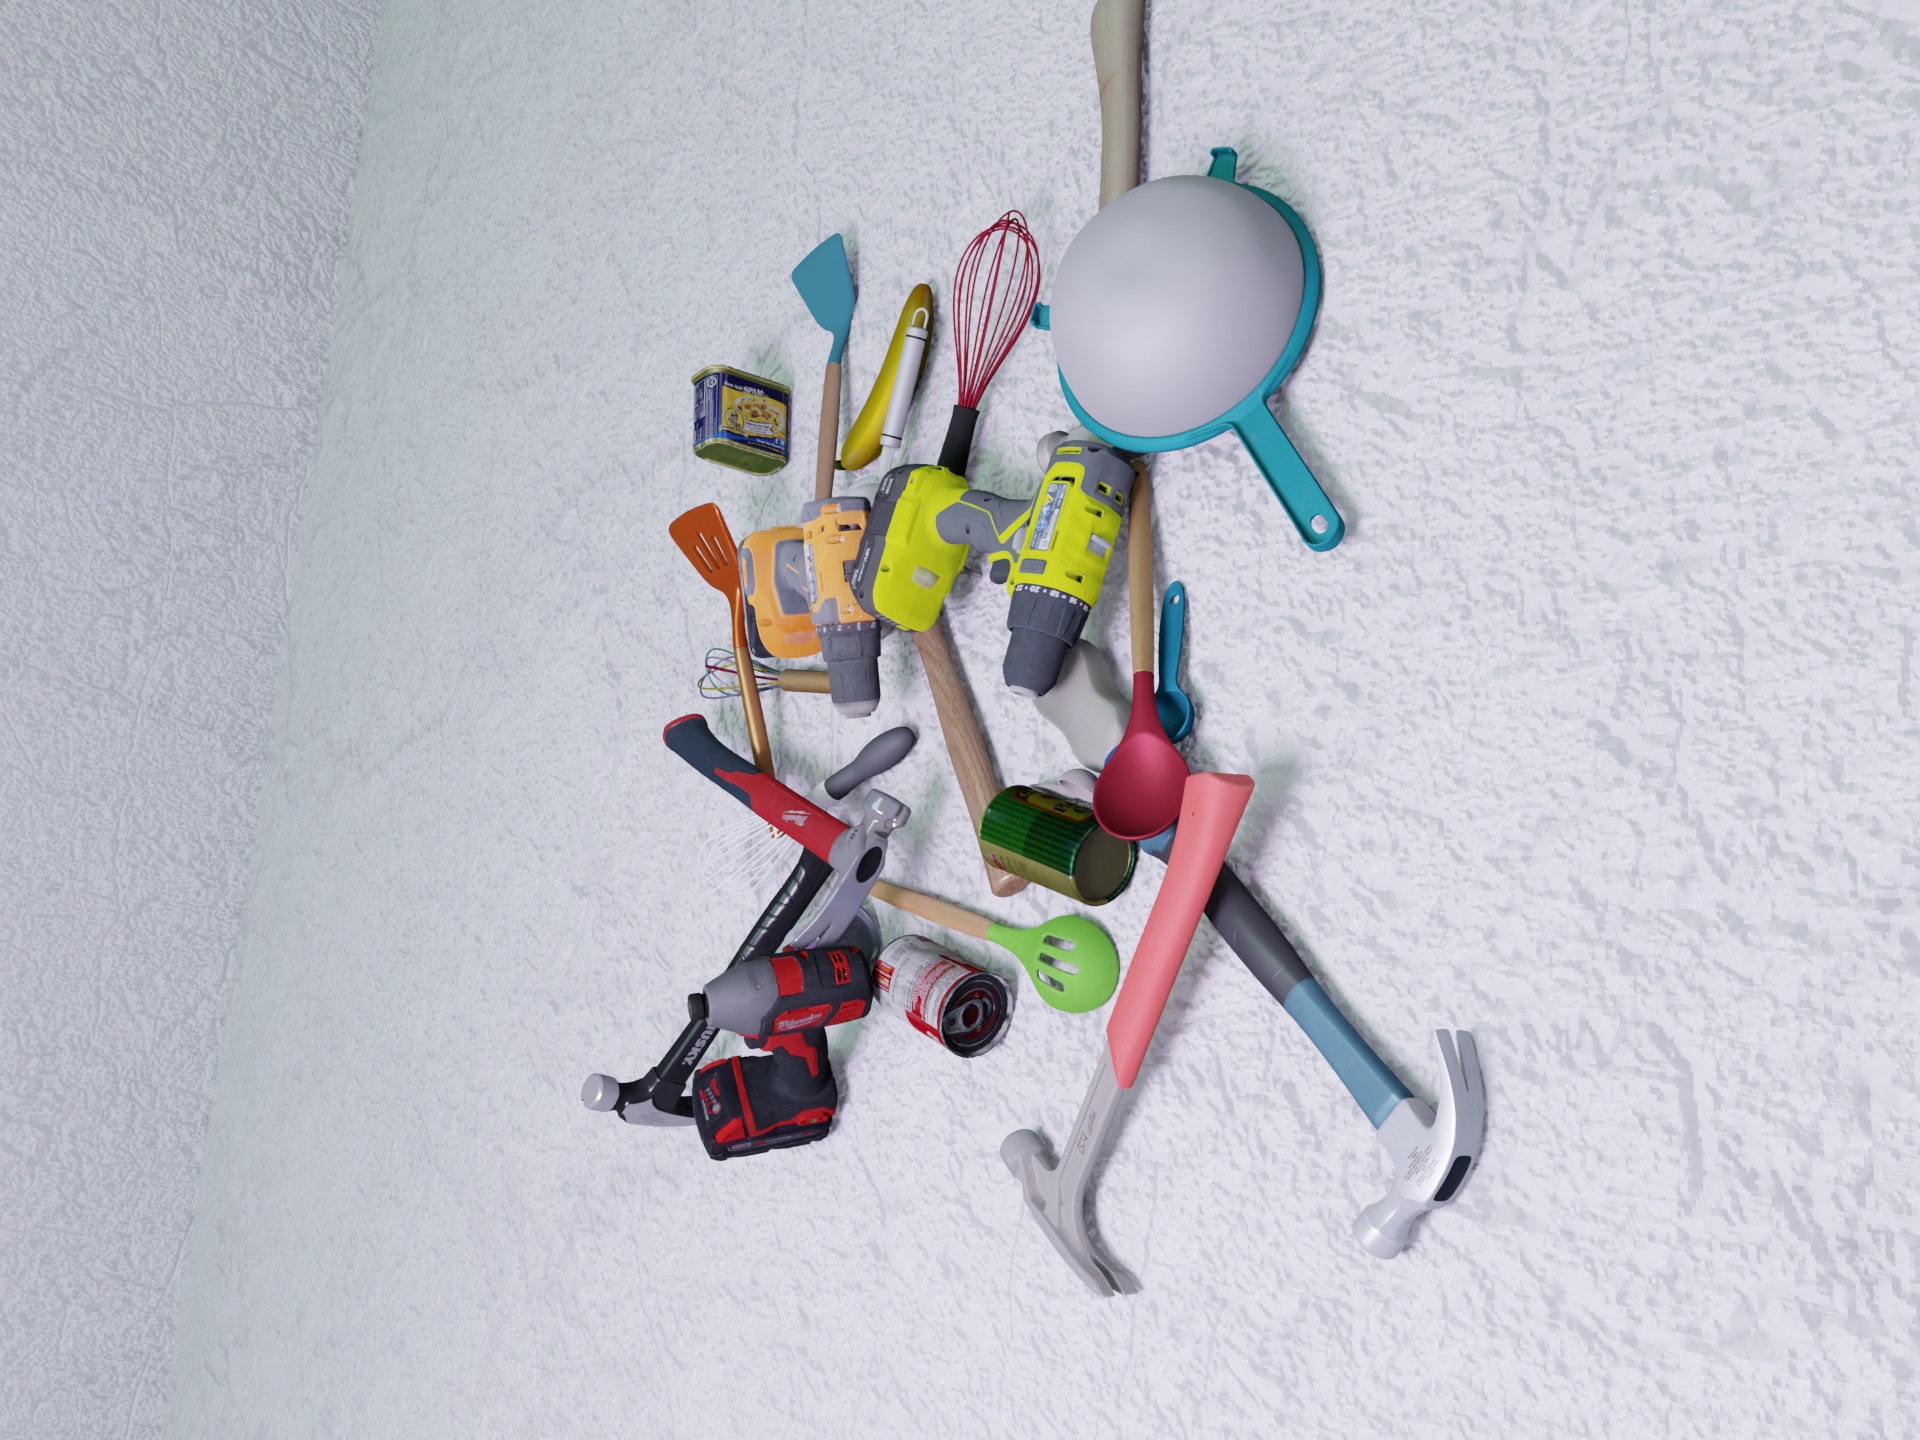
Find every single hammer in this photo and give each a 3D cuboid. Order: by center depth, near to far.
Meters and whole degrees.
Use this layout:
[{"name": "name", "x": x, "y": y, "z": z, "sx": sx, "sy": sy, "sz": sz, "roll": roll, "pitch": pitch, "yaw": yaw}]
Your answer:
[{"name": "hammer", "x": 0.205, "y": 0.163, "z": 1.001, "sx": 0.128, "sy": 0.033, "sz": 0.331, "roll": -59, "pitch": 41, "yaw": 23}, {"name": "hammer", "x": 0.122, "y": 0.199, "z": 1.055, "sx": 0.149, "sy": 0.036, "sz": 0.359, "roll": 44, "pitch": 122, "yaw": 50}, {"name": "hammer", "x": 0.130, "y": -0.400, "z": 1.253, "sx": 0.146, "sy": 0.038, "sz": 0.411, "roll": -11, "pitch": 71, "yaw": 48}, {"name": "hammer", "x": -0.002, "y": -0.004, "z": 1.311, "sx": 0.130, "sy": 0.031, "sz": 0.332, "roll": -46, "pitch": 48, "yaw": 34}, {"name": "hammer", "x": -0.184, "y": 0.078, "z": 1.413, "sx": 0.387, "sy": 0.038, "sz": 0.143, "roll": 25, "pitch": 84, "yaw": 53}, {"name": "hammer", "x": -0.195, "y": 0.231, "z": 1.436, "sx": 0.334, "sy": 0.146, "sz": 0.035, "roll": -55, "pitch": 42, "yaw": 9}]

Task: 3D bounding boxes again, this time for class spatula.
[{"name": "spatula", "x": -0.212, "y": -0.045, "z": 1.515, "sx": 0.081, "sy": 0.041, "sz": 0.323, "roll": -17, "pitch": 83, "yaw": 44}, {"name": "spatula", "x": -0.134, "y": -0.326, "z": 1.541, "sx": 0.082, "sy": 0.044, "sz": 0.318, "roll": -26, "pitch": 52, "yaw": 42}]

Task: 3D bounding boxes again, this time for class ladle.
[{"name": "ladle", "x": 0.129, "y": -0.055, "z": 1.136, "sx": 0.069, "sy": 0.031, "sz": 0.316, "roll": -8, "pitch": 61, "yaw": 19}]

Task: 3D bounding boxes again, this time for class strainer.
[{"name": "strainer", "x": 0.161, "y": -0.255, "z": 1.092, "sx": 0.211, "sy": 0.095, "sz": 0.341, "roll": -37, "pitch": 55, "yaw": 20}, {"name": "strainer", "x": -0.067, "y": -0.245, "z": 1.434, "sx": 0.087, "sy": 0.050, "sz": 0.258, "roll": 18, "pitch": 98, "yaw": 29}]

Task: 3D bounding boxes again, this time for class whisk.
[{"name": "whisk", "x": 0.010, "y": -0.286, "z": 1.359, "sx": 0.073, "sy": 0.073, "sz": 0.295, "roll": 32, "pitch": 112, "yaw": 51}, {"name": "whisk", "x": -0.140, "y": 0.080, "z": 1.437, "sx": 0.284, "sy": 0.070, "sz": 0.070, "roll": -36, "pitch": 53, "yaw": 31}, {"name": "whisk", "x": -0.179, "y": -0.043, "z": 1.540, "sx": 0.245, "sy": 0.047, "sz": 0.051, "roll": 5, "pitch": 96, "yaw": 48}]

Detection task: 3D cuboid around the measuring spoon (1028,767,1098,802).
[{"name": "measuring spoon", "x": 0.076, "y": 0.047, "z": 1.180, "sx": 0.018, "sy": 0.034, "sz": 0.124, "roll": -60, "pitch": 12, "yaw": -11}]

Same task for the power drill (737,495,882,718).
[{"name": "power drill", "x": -0.126, "y": -0.095, "z": 1.406, "sx": 0.226, "sy": 0.084, "sz": 0.185, "roll": -179, "pitch": 82, "yaw": -67}]

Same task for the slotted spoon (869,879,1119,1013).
[{"name": "slotted spoon", "x": 0.010, "y": 0.163, "z": 1.253, "sx": 0.314, "sy": 0.031, "sz": 0.070, "roll": 12, "pitch": 90, "yaw": 54}]

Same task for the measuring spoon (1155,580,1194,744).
[{"name": "measuring spoon", "x": 0.155, "y": -0.040, "z": 1.140, "sx": 0.042, "sy": 0.021, "sz": 0.129, "roll": -15, "pitch": 59, "yaw": 42}]

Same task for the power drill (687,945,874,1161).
[{"name": "power drill", "x": -0.157, "y": 0.266, "z": 1.292, "sx": 0.219, "sy": 0.143, "sz": 0.079, "roll": 107, "pitch": 150, "yaw": -45}]

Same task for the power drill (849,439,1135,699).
[{"name": "power drill", "x": 0.020, "y": -0.118, "z": 1.230, "sx": 0.229, "sy": 0.080, "sz": 0.190, "roll": 10, "pitch": 79, "yaw": 47}]
